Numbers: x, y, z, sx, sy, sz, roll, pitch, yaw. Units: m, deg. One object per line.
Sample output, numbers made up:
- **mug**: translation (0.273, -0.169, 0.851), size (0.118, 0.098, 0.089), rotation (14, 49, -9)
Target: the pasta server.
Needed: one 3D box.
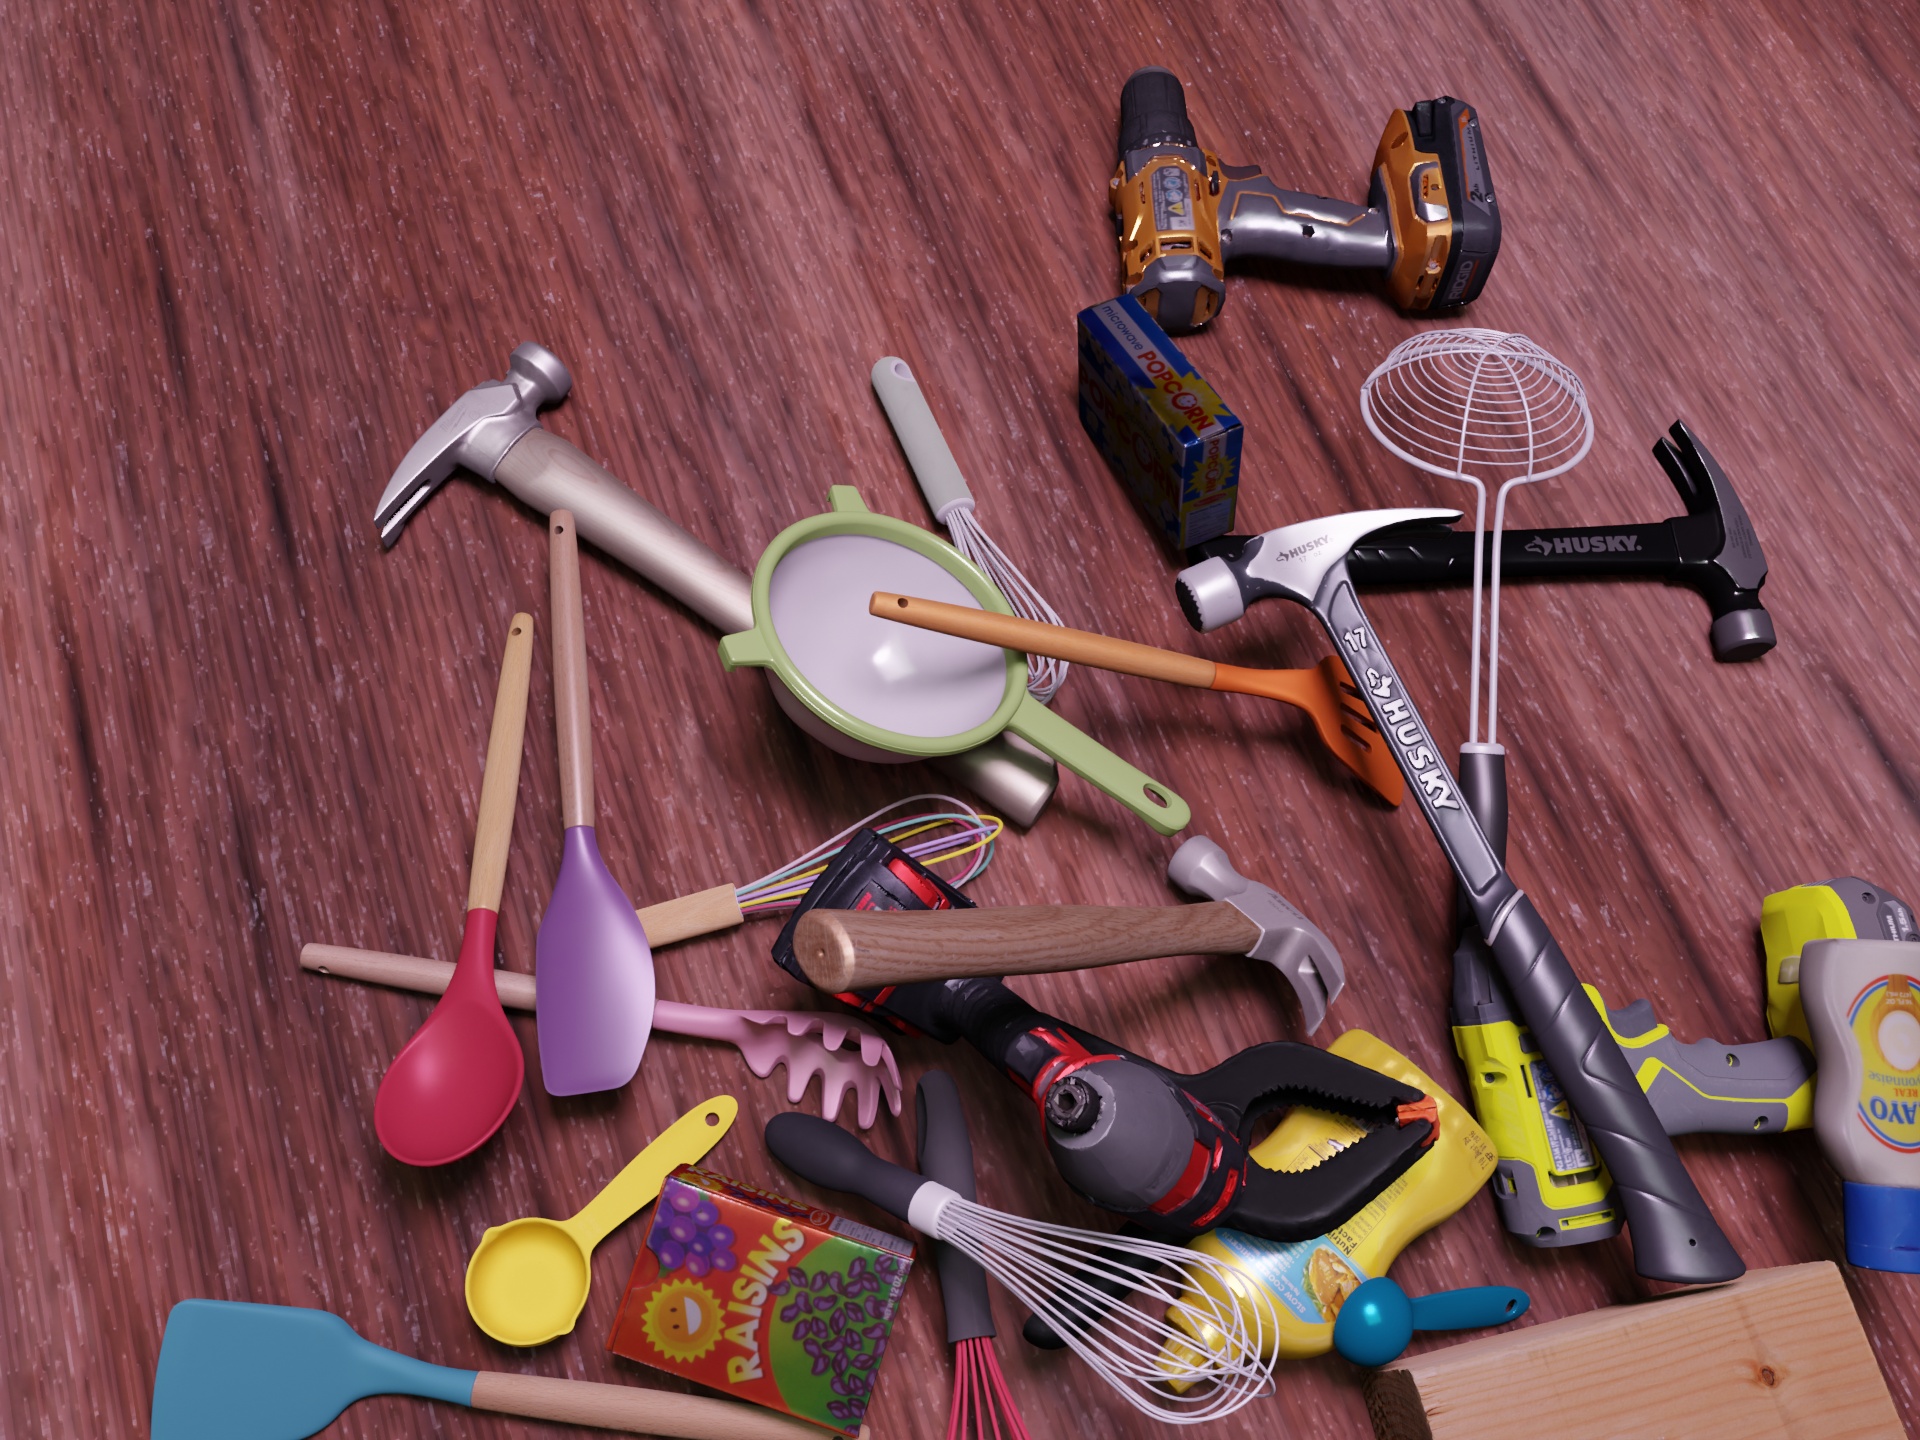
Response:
- **pasta server**: translation (-0.182, 0.149, 0.801), size (0.316, 0.060, 0.040), rotation (9, 42, 4)

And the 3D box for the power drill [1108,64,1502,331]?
- **power drill**: translation (0.206, -0.338, 1.001), size (0.226, 0.084, 0.185), rotation (-3, 67, 0)

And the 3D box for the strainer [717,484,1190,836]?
- **strainer**: translation (-0.001, -0.003, 0.826), size (0.256, 0.069, 0.152), rotation (33, 46, -6)

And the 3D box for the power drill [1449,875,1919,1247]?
- **power drill**: translation (0.364, 0.156, 0.799), size (0.223, 0.080, 0.171), rotation (-10, 79, -5)

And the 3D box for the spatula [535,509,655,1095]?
- **spatula**: translation (-0.195, 0.032, 0.817), size (0.060, 0.018, 0.316), rotation (-10, 69, 2)

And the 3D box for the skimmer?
- **skimmer**: translation (0.283, -0.044, 0.879), size (0.127, 0.090, 0.363), rotation (2, 87, 2)

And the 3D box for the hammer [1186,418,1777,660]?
- **hammer**: translation (0.299, -0.102, 0.931), size (0.334, 0.035, 0.146), rotation (-2, 69, -4)

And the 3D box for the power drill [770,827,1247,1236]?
- **power drill**: translation (0.021, 0.143, 0.721), size (0.220, 0.143, 0.078), rotation (33, 85, 38)

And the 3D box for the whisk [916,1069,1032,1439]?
- **whisk**: translation (0.008, 0.308, 0.737), size (0.073, 0.073, 0.296), rotation (-7, 63, -6)

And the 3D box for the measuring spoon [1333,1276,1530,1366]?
- **measuring spoon**: translation (0.230, 0.283, 0.748), size (0.128, 0.021, 0.042), rotation (7, 98, -30)

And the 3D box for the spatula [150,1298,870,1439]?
- **spatula**: translation (-0.200, 0.316, 0.729), size (0.317, 0.044, 0.082), rotation (8, 91, -2)

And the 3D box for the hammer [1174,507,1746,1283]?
- **hammer**: translation (0.258, 0.075, 0.773), size (0.149, 0.036, 0.409), rotation (-23, 74, -6)

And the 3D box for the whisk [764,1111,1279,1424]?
- **whisk**: translation (0.014, 0.232, 0.711), size (0.285, 0.070, 0.070), rotation (14, 63, 38)

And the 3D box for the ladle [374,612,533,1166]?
- **ladle**: translation (-0.242, 0.075, 0.811), size (0.069, 0.031, 0.316), rotation (-3, 57, 2)

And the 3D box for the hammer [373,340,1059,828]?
- **hammer**: translation (-0.129, -0.057, 0.887), size (0.411, 0.038, 0.146), rotation (33, 69, 9)

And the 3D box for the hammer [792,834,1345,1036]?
- **hammer**: translation (0.061, 0.097, 0.704), size (0.130, 0.331, 0.031), rotation (39, 112, 37)

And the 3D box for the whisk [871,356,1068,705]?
- **whisk**: translation (0.000, -0.114, 0.917), size (0.057, 0.059, 0.247), rotation (-1, 57, -43)

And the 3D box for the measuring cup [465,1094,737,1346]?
- **measuring cup**: translation (-0.170, 0.240, 0.777), size (0.062, 0.029, 0.156), rotation (44, 61, 13)

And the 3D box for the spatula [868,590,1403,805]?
- **spatula**: translation (0.105, -0.024, 0.837), size (0.322, 0.041, 0.081), rotation (11, 65, -16)

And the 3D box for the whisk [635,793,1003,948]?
- **whisk**: translation (-0.095, 0.089, 0.833), size (0.245, 0.051, 0.047), rotation (-16, 45, -5)
